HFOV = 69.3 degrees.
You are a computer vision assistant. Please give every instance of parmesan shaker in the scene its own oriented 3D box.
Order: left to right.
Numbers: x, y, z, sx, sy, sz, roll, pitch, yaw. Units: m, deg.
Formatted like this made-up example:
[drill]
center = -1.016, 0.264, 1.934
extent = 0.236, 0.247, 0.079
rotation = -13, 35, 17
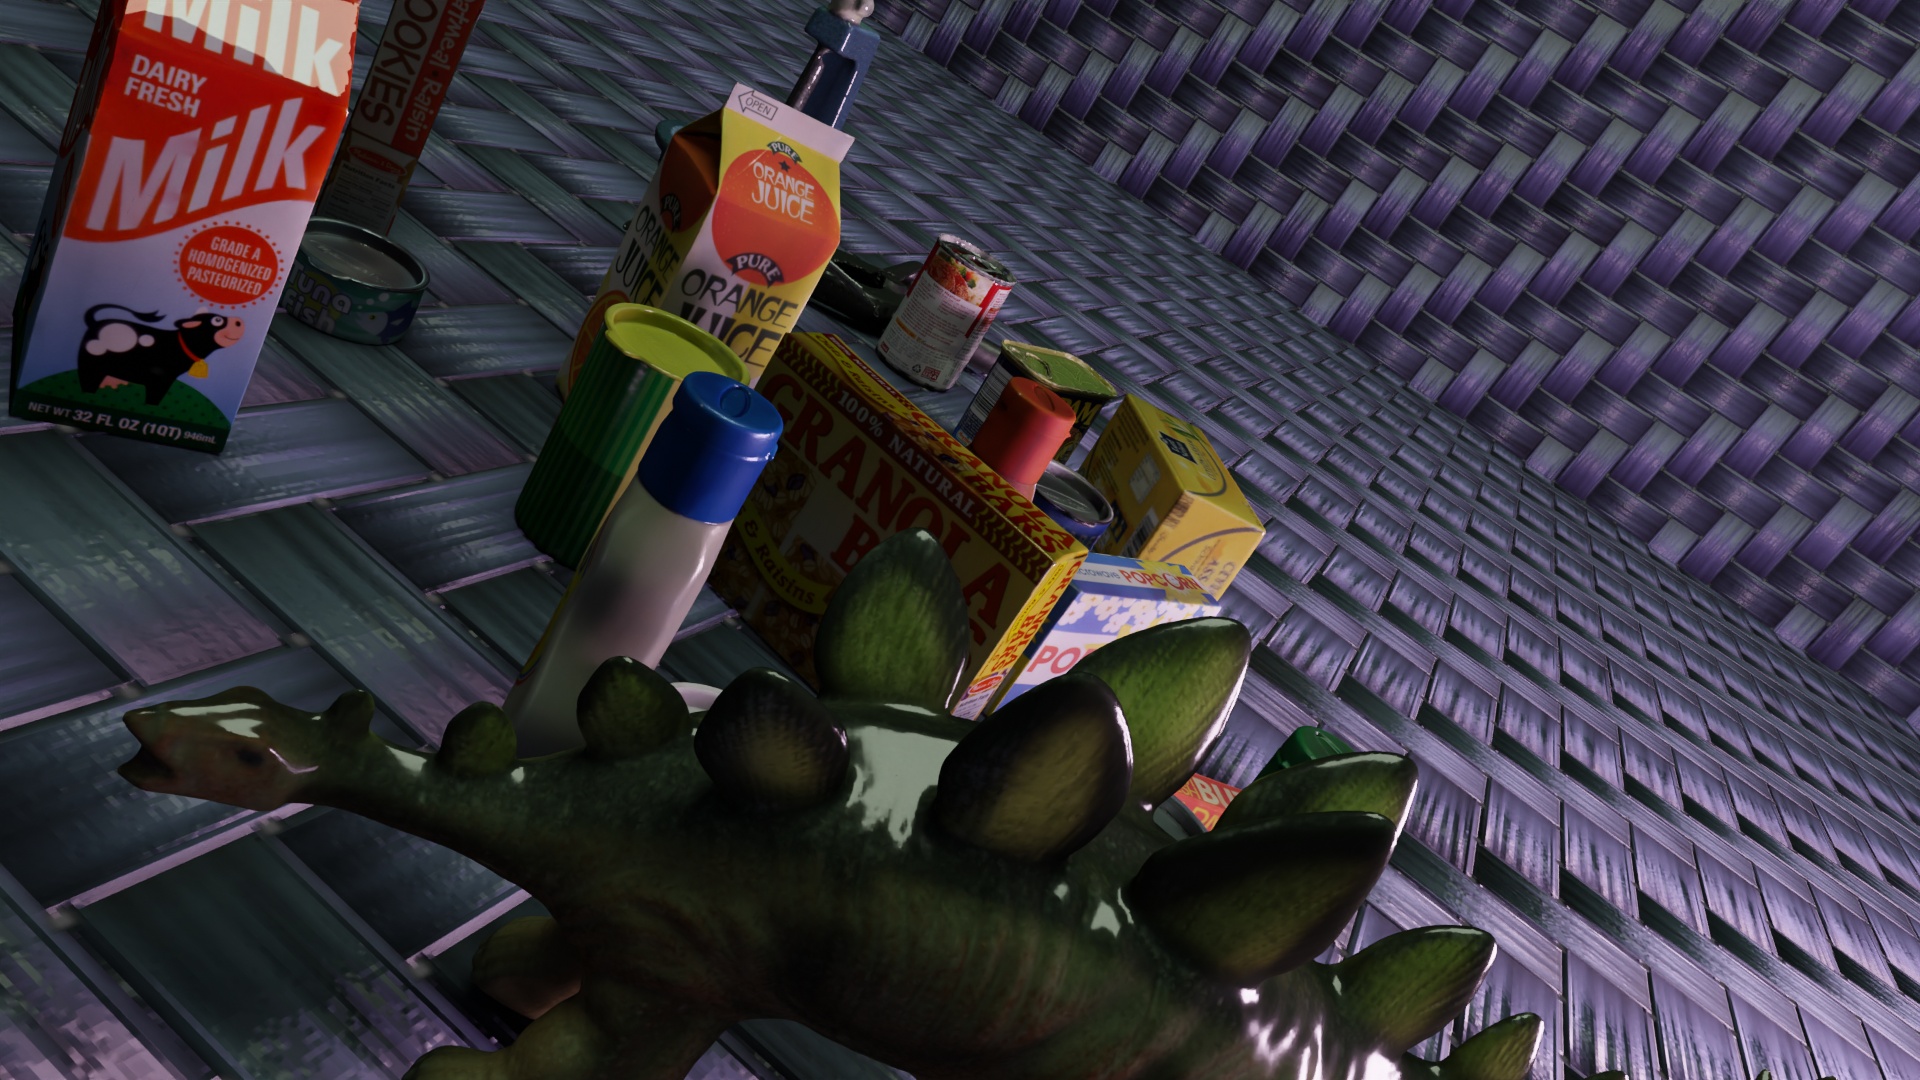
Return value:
[parmesan shaker]
center = -0.146, -0.042, 0.604
extent = 0.071, 0.102, 0.071
rotation = 28, 22, -12

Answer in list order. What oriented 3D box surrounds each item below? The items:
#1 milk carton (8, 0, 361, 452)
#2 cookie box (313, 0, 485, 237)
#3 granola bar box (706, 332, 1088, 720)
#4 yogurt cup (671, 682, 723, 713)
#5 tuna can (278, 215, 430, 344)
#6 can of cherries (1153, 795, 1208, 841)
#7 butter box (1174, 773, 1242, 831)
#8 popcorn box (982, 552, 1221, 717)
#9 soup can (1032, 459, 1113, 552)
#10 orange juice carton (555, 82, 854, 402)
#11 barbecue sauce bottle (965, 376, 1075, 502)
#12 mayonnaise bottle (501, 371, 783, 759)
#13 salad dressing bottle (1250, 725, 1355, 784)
[milk carton]
center = -0.279, -0.133, 0.500
extent = 0.072, 0.189, 0.074
rotation = 13, 29, -40
[cookie box]
center = -0.299, -0.254, 0.757
extent = 0.040, 0.166, 0.123
rotation = 22, 24, -26
[granola bar box]
center = -0.041, 0.004, 0.620
extent = 0.166, 0.123, 0.039
rotation = 42, 23, 21
[yogurt cup]
center = -0.091, 0.090, 0.466
extent = 0.072, 0.053, 0.073
rotation = 28, 22, -12
[tuna can]
center = -0.295, -0.125, 0.670
extent = 0.071, 0.032, 0.071
rotation = 28, 22, -12
[can of cherries]
center = 0.061, 0.135, 0.569
extent = 0.071, 0.058, 0.072
rotation = 28, 22, -12
[butter box]
center = 0.110, 0.137, 0.638
extent = 0.103, 0.053, 0.024
rotation = 22, 24, -24
[popcorn box]
center = 0.067, 0.050, 0.719
extent = 0.127, 0.085, 0.038
rotation = 8, 32, -47
[soup can]
center = 0.037, 0.003, 0.779
extent = 0.071, 0.083, 0.071
rotation = 28, 22, -12
[orange juice carton]
center = -0.126, -0.130, 0.696
extent = 0.072, 0.192, 0.073
rotation = 14, 28, -39
[barbecue sauce bottle]
center = 0.002, -0.008, 0.671
extent = 0.043, 0.148, 0.065
rotation = 24, 23, -20
[mayonnaise bottle]
center = -0.110, 0.012, 0.478
extent = 0.041, 0.147, 0.065
rotation = 28, 22, -11
[salad dressing bottle]
center = 0.093, 0.132, 0.498
extent = 0.044, 0.147, 0.064
rotation = 16, 27, -37
